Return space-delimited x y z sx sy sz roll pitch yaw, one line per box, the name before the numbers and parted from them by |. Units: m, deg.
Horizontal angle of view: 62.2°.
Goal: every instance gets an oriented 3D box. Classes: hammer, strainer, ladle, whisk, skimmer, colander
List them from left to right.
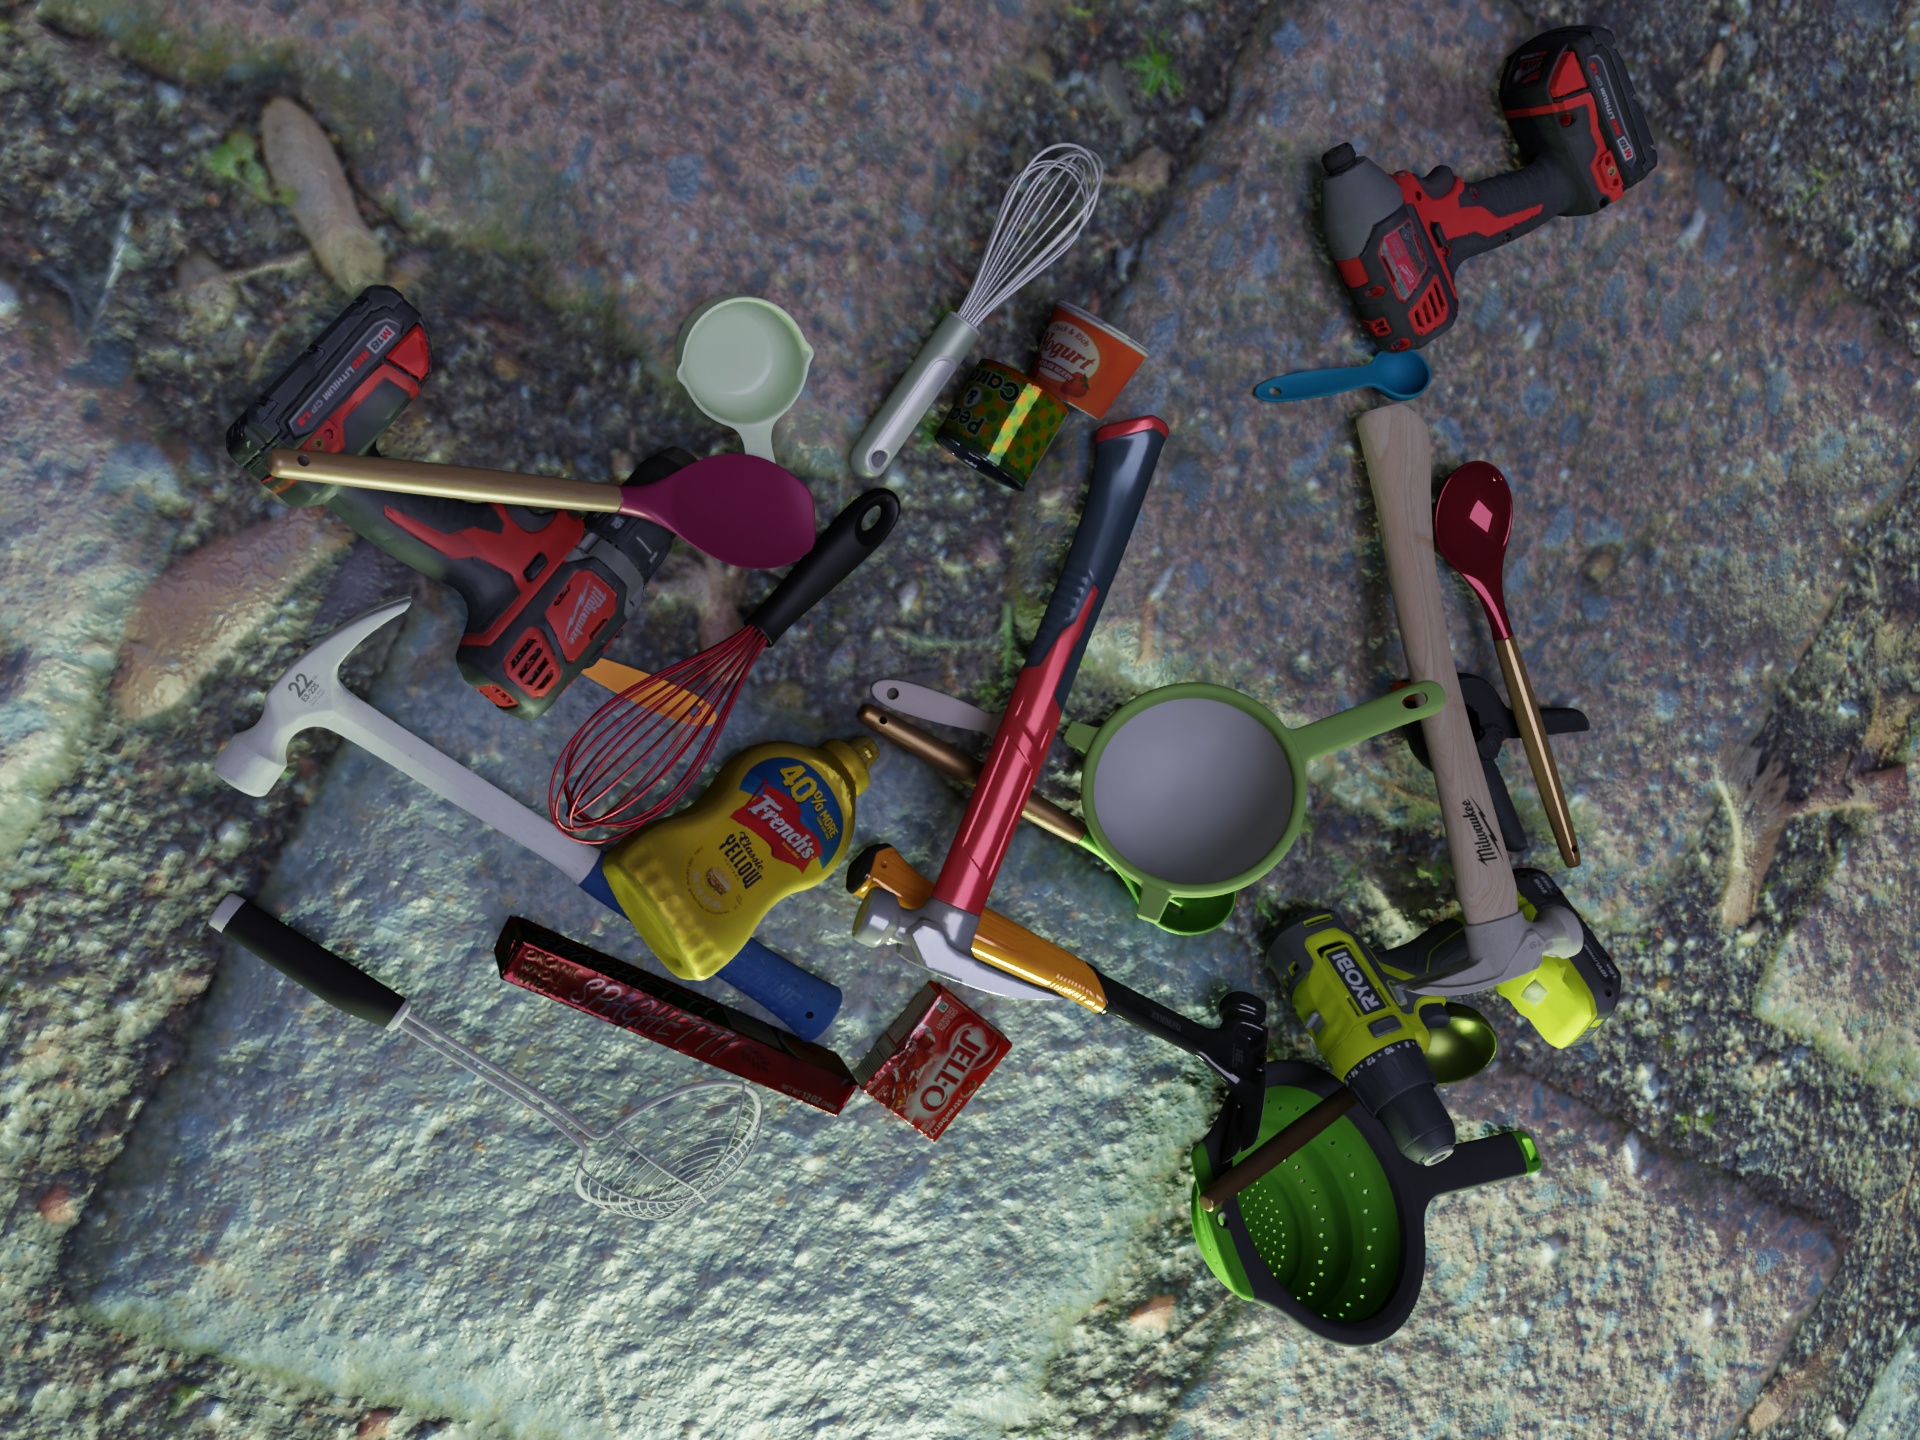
skimmer | -0.290 0.201 0.997 0.363 0.090 0.127 36 110 -13
hammer | -0.235 0.081 0.985 0.405 0.035 0.144 37 89 -24
whisk | -0.136 -0.040 0.964 0.296 0.073 0.073 -48 114 -18
whisk | 0.008 -0.252 0.987 0.057 0.059 0.246 32 96 -46
hammer | 0.070 0.180 1.085 0.336 0.127 0.034 29 134 -16
hammer | 0.067 -0.013 1.034 0.143 0.038 0.386 23 85 -10
strainer | 0.208 0.035 1.089 0.256 0.069 0.152 -21 67 -1
ladle | 0.286 0.286 1.158 0.320 0.062 0.078 -21 139 -40
colander | 0.303 0.366 1.224 0.396 0.094 0.205 3 60 -38
hammer | 0.328 -0.015 1.113 0.146 0.038 0.410 -14 93 -19
ladle | 0.408 -0.037 1.169 0.069 0.031 0.315 -22 99 -14

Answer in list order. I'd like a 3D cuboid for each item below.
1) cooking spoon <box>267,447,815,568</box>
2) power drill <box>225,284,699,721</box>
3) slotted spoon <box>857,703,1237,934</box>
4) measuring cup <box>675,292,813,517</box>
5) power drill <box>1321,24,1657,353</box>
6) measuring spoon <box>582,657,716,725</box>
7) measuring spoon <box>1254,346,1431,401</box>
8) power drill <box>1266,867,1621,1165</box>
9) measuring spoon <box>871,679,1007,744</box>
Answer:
cooking spoon | -0.213 -0.124 0.874 0.318 0.017 0.069 1 85 -40
power drill | -0.264 -0.135 0.891 0.226 0.080 0.188 45 68 -24
slotted spoon | 0.063 0.064 1.096 0.313 0.031 0.070 29 74 -22
measuring cup | -0.128 -0.176 0.965 0.083 0.038 0.167 -15 120 -17
power drill | 0.343 -0.363 1.068 0.219 0.079 0.143 -36 112 -6
measuring spoon | -0.204 -0.023 0.987 0.116 0.011 0.021 25 94 -27
measuring spoon | 0.262 -0.231 1.101 0.128 0.021 0.042 -10 69 -9
power drill | 0.361 0.209 1.163 0.228 0.191 0.080 -14 145 -21
measuring spoon | -0.002 -0.003 1.059 0.124 0.018 0.034 17 97 -22
